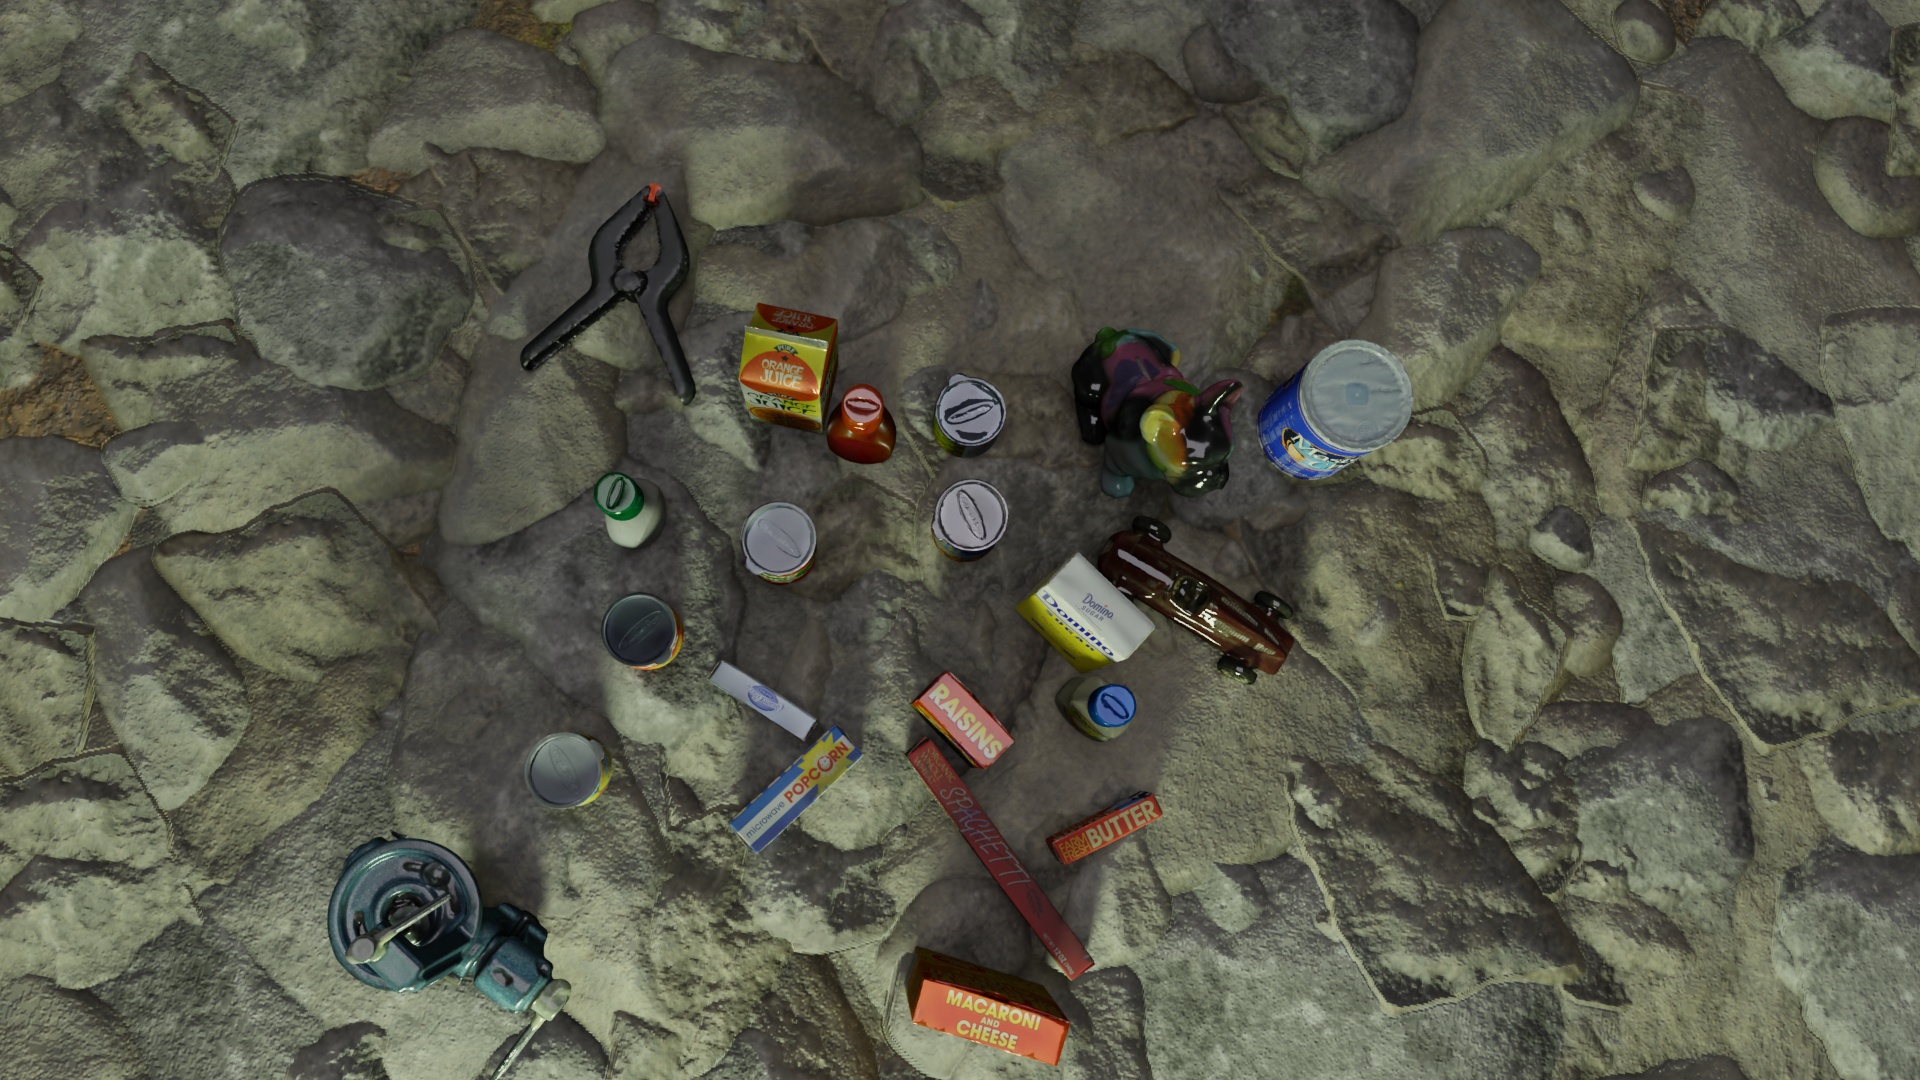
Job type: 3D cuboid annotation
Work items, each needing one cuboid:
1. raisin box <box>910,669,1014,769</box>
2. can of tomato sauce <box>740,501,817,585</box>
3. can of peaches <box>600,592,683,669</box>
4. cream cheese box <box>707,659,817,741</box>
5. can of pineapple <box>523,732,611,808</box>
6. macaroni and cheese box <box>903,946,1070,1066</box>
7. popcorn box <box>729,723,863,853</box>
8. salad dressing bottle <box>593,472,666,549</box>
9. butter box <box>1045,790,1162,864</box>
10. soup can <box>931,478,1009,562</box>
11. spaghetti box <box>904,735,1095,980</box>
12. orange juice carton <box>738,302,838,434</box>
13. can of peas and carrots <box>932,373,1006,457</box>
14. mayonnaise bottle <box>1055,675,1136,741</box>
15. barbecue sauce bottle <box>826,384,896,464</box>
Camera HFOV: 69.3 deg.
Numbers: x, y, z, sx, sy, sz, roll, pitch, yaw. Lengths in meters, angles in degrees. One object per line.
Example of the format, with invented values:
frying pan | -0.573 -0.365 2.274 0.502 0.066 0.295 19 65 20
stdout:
raisin box | 0.000 0.160 1.231 0.040 0.123 0.086 -43 87 -9
can of tomato sauce | -0.164 0.006 1.263 0.071 0.083 0.071 1 81 -5
can of peaches | -0.284 0.085 1.253 0.071 0.058 0.071 1 81 -5
cream cheese box | -0.177 0.145 1.254 0.104 0.053 0.024 32 80 1
can of pineapple | -0.344 0.203 1.229 0.071 0.057 0.071 1 81 -5
macaroni and cheese box | 0.018 0.389 1.174 0.124 0.166 0.040 18 81 -2
popcorn box | -0.144 0.218 1.229 0.127 0.085 0.038 -42 87 -9
salad dressing bottle | -0.292 -0.029 1.225 0.044 0.147 0.064 19 80 -1
butter box | 0.130 0.261 1.261 0.104 0.053 0.024 -25 84 -8
soup can | 0.005 -0.016 1.280 0.071 0.083 0.071 1 81 -5
spaghetti box | 0.033 0.283 1.251 0.029 0.050 0.250 -36 85 -9
orange juice carton | -0.151 -0.156 1.234 0.072 0.192 0.073 12 81 -3
can of peas and carrots | 0.006 -0.117 1.309 0.071 0.058 0.071 1 81 -5
mayonnaise bottle | 0.123 0.148 1.231 0.065 0.148 0.041 44 81 3
barbecue sauce bottle | -0.089 -0.105 1.253 0.065 0.148 0.044 11 81 -3
